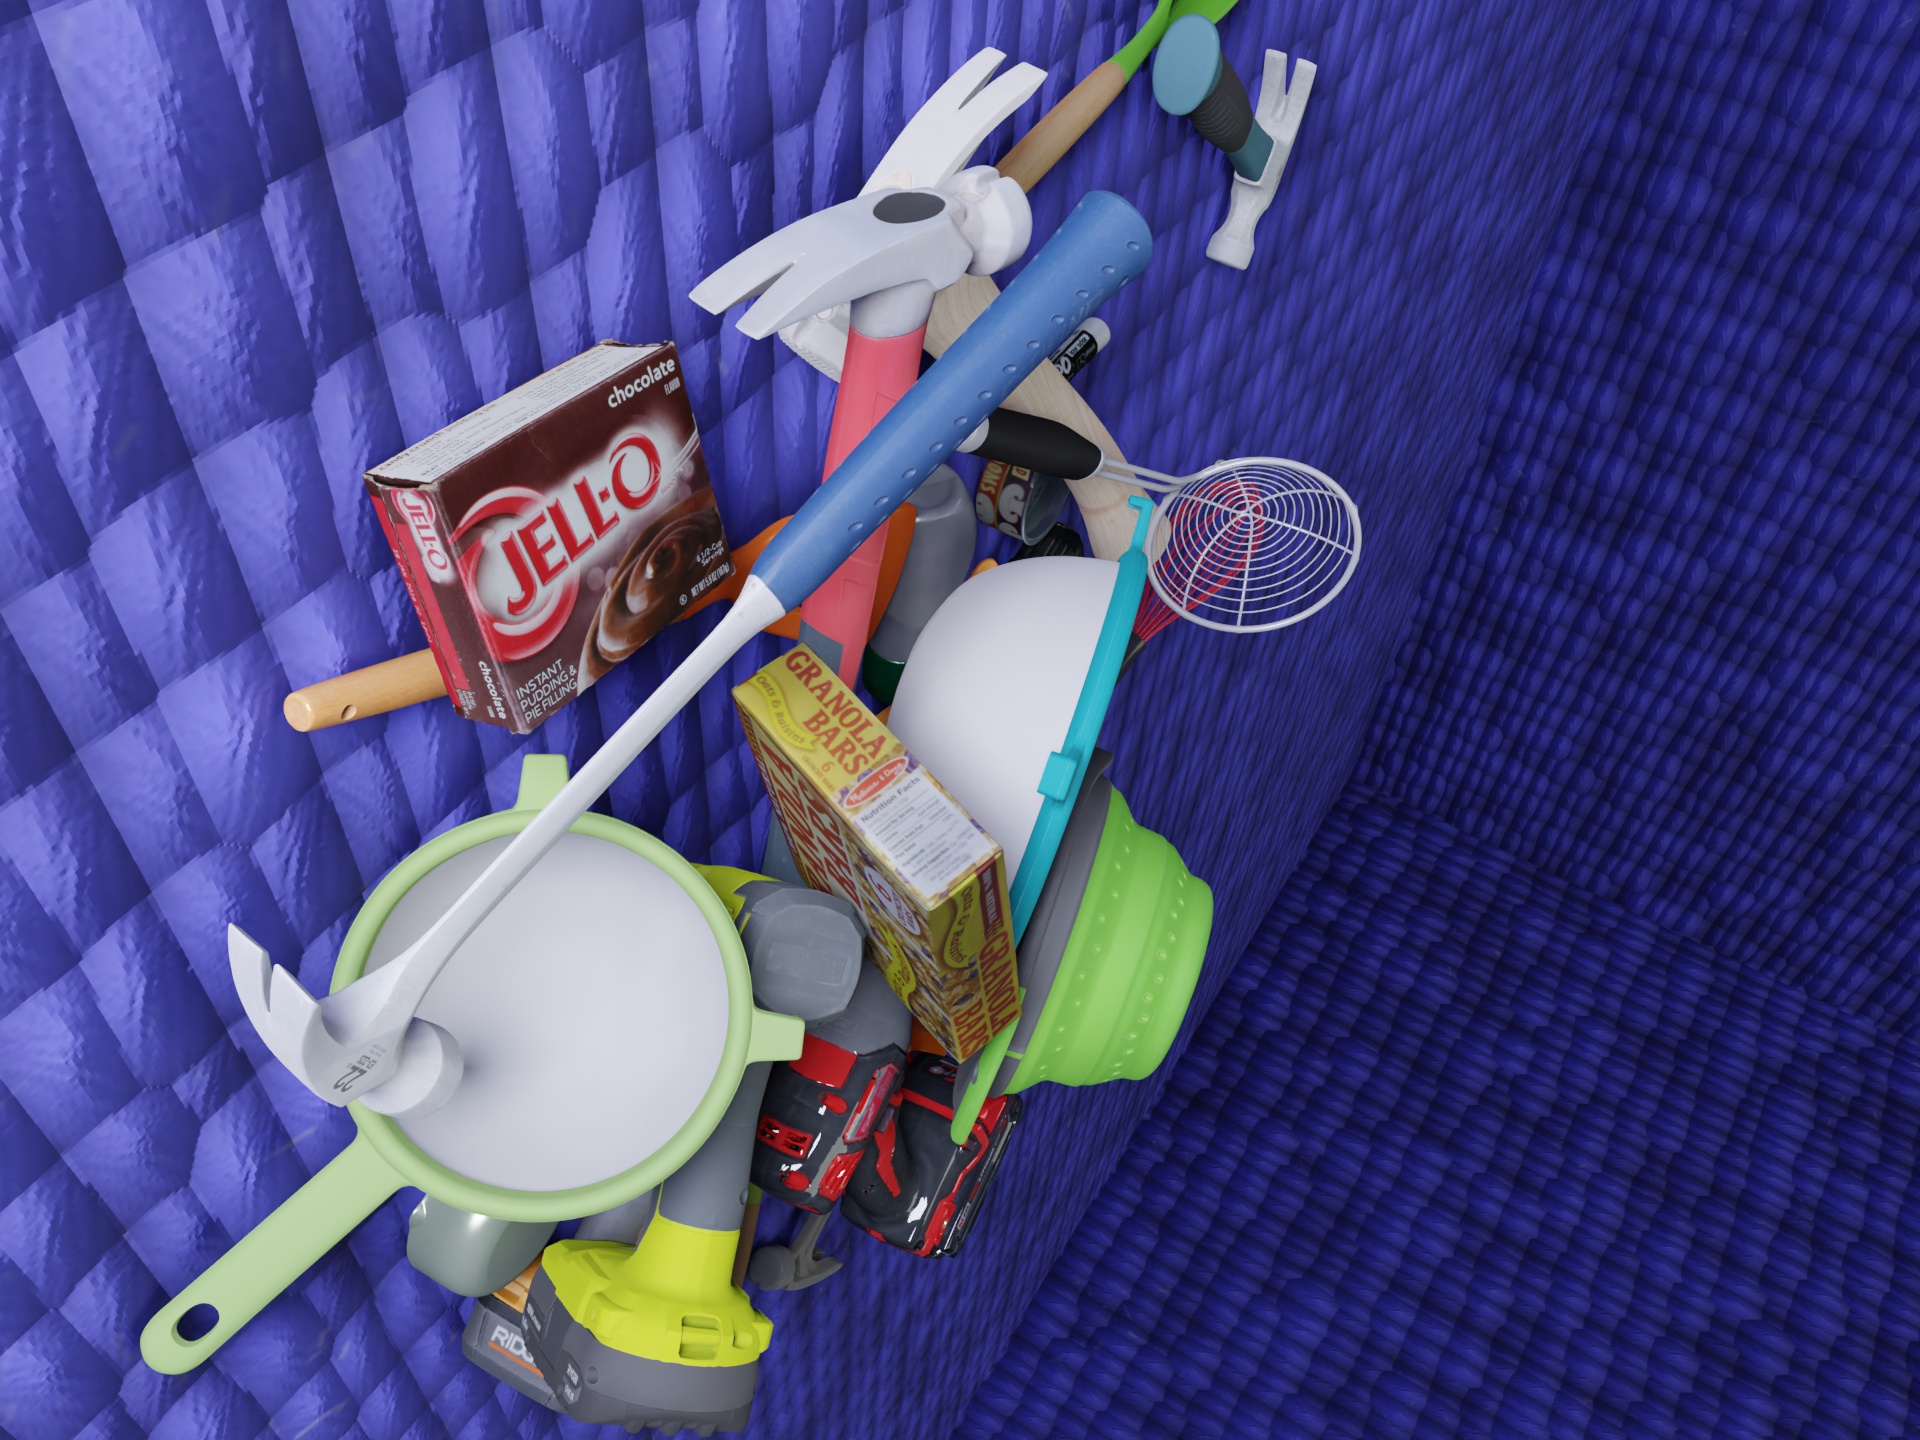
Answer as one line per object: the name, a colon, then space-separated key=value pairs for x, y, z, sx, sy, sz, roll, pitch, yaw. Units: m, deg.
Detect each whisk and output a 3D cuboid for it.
whisk: x=0.149 y=-0.080 z=1.265 sx=0.296 sy=0.073 sz=0.073 roll=-51 pitch=159 yaw=-14

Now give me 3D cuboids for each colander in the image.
colander: x=0.089 y=0.079 z=0.904 sx=0.397 sy=0.094 sz=0.204 roll=-69 pitch=179 yaw=-55

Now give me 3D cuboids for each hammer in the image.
hammer: x=-0.072 y=-0.036 z=0.534 sx=0.405 sy=0.035 sz=0.144 roll=-49 pitch=166 yaw=-14
hammer: x=-0.047 y=0.275 z=1.240 sx=0.359 sy=0.037 sz=0.149 roll=-62 pitch=162 yaw=-4
hammer: x=0.049 y=-0.165 z=0.807 sx=0.146 sy=0.038 sz=0.410 roll=-55 pitch=156 yaw=2
hammer: x=0.154 y=-0.339 z=0.907 sx=0.128 sy=0.033 sz=0.331 roll=-70 pitch=167 yaw=15
hammer: x=-0.063 y=-0.033 z=0.667 sx=0.143 sy=0.038 sz=0.386 roll=-35 pitch=152 yaw=-40

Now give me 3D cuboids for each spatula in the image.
spatula: x=-0.120 y=-0.037 z=0.618 sx=0.322 sy=0.041 sz=0.081 roll=-28 pitch=145 yaw=-58

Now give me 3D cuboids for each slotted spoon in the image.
slotted spoon: x=0.061 y=-0.301 z=0.770 sx=0.314 sy=0.031 sz=0.070 roll=-52 pitch=168 yaw=-26

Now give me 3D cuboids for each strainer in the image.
strainer: x=-0.001 y=0.044 z=0.817 sx=0.340 sy=0.095 sz=0.211 roll=110 pitch=0 yaw=-49
strainer: x=-0.195 y=0.142 z=0.601 sx=0.256 sy=0.151 sz=0.069 roll=-42 pitch=-173 yaw=-6

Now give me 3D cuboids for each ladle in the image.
ladle: x=-0.139 y=0.342 z=1.059 sx=0.078 sy=0.062 sz=0.320 roll=-10 pitch=135 yaw=-29

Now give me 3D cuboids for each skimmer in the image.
skimmer: x=0.105 y=-0.104 z=0.834 sx=0.127 sy=0.090 sz=0.363 roll=-31 pitch=165 yaw=28

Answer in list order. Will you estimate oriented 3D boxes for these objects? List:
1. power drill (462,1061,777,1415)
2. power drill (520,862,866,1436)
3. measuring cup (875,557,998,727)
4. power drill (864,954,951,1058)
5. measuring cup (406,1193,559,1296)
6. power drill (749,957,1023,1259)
power drill: x=-0.153 y=0.240 z=0.852 sx=0.226 sy=0.084 sz=0.185 roll=-64 pitch=163 yaw=-12
power drill: x=-0.120 y=0.175 z=0.699 sx=0.171 sy=0.080 sz=0.223 roll=1 pitch=-104 yaw=62
measuring cup: x=-0.001 y=-0.003 z=0.891 sx=0.095 sy=0.052 sz=0.173 roll=7 pitch=114 yaw=-31
power drill: x=-0.042 y=0.169 z=1.047 sx=0.164 sy=0.084 sz=0.226 roll=-38 pitch=145 yaw=-52
measuring cup: x=-0.193 y=0.187 z=0.727 sx=0.167 sy=0.038 sz=0.083 roll=-63 pitch=162 yaw=6
power drill: x=-0.041 y=0.218 z=0.899 sx=0.143 sy=0.079 sz=0.219 roll=-64 pitch=153 yaw=-19
